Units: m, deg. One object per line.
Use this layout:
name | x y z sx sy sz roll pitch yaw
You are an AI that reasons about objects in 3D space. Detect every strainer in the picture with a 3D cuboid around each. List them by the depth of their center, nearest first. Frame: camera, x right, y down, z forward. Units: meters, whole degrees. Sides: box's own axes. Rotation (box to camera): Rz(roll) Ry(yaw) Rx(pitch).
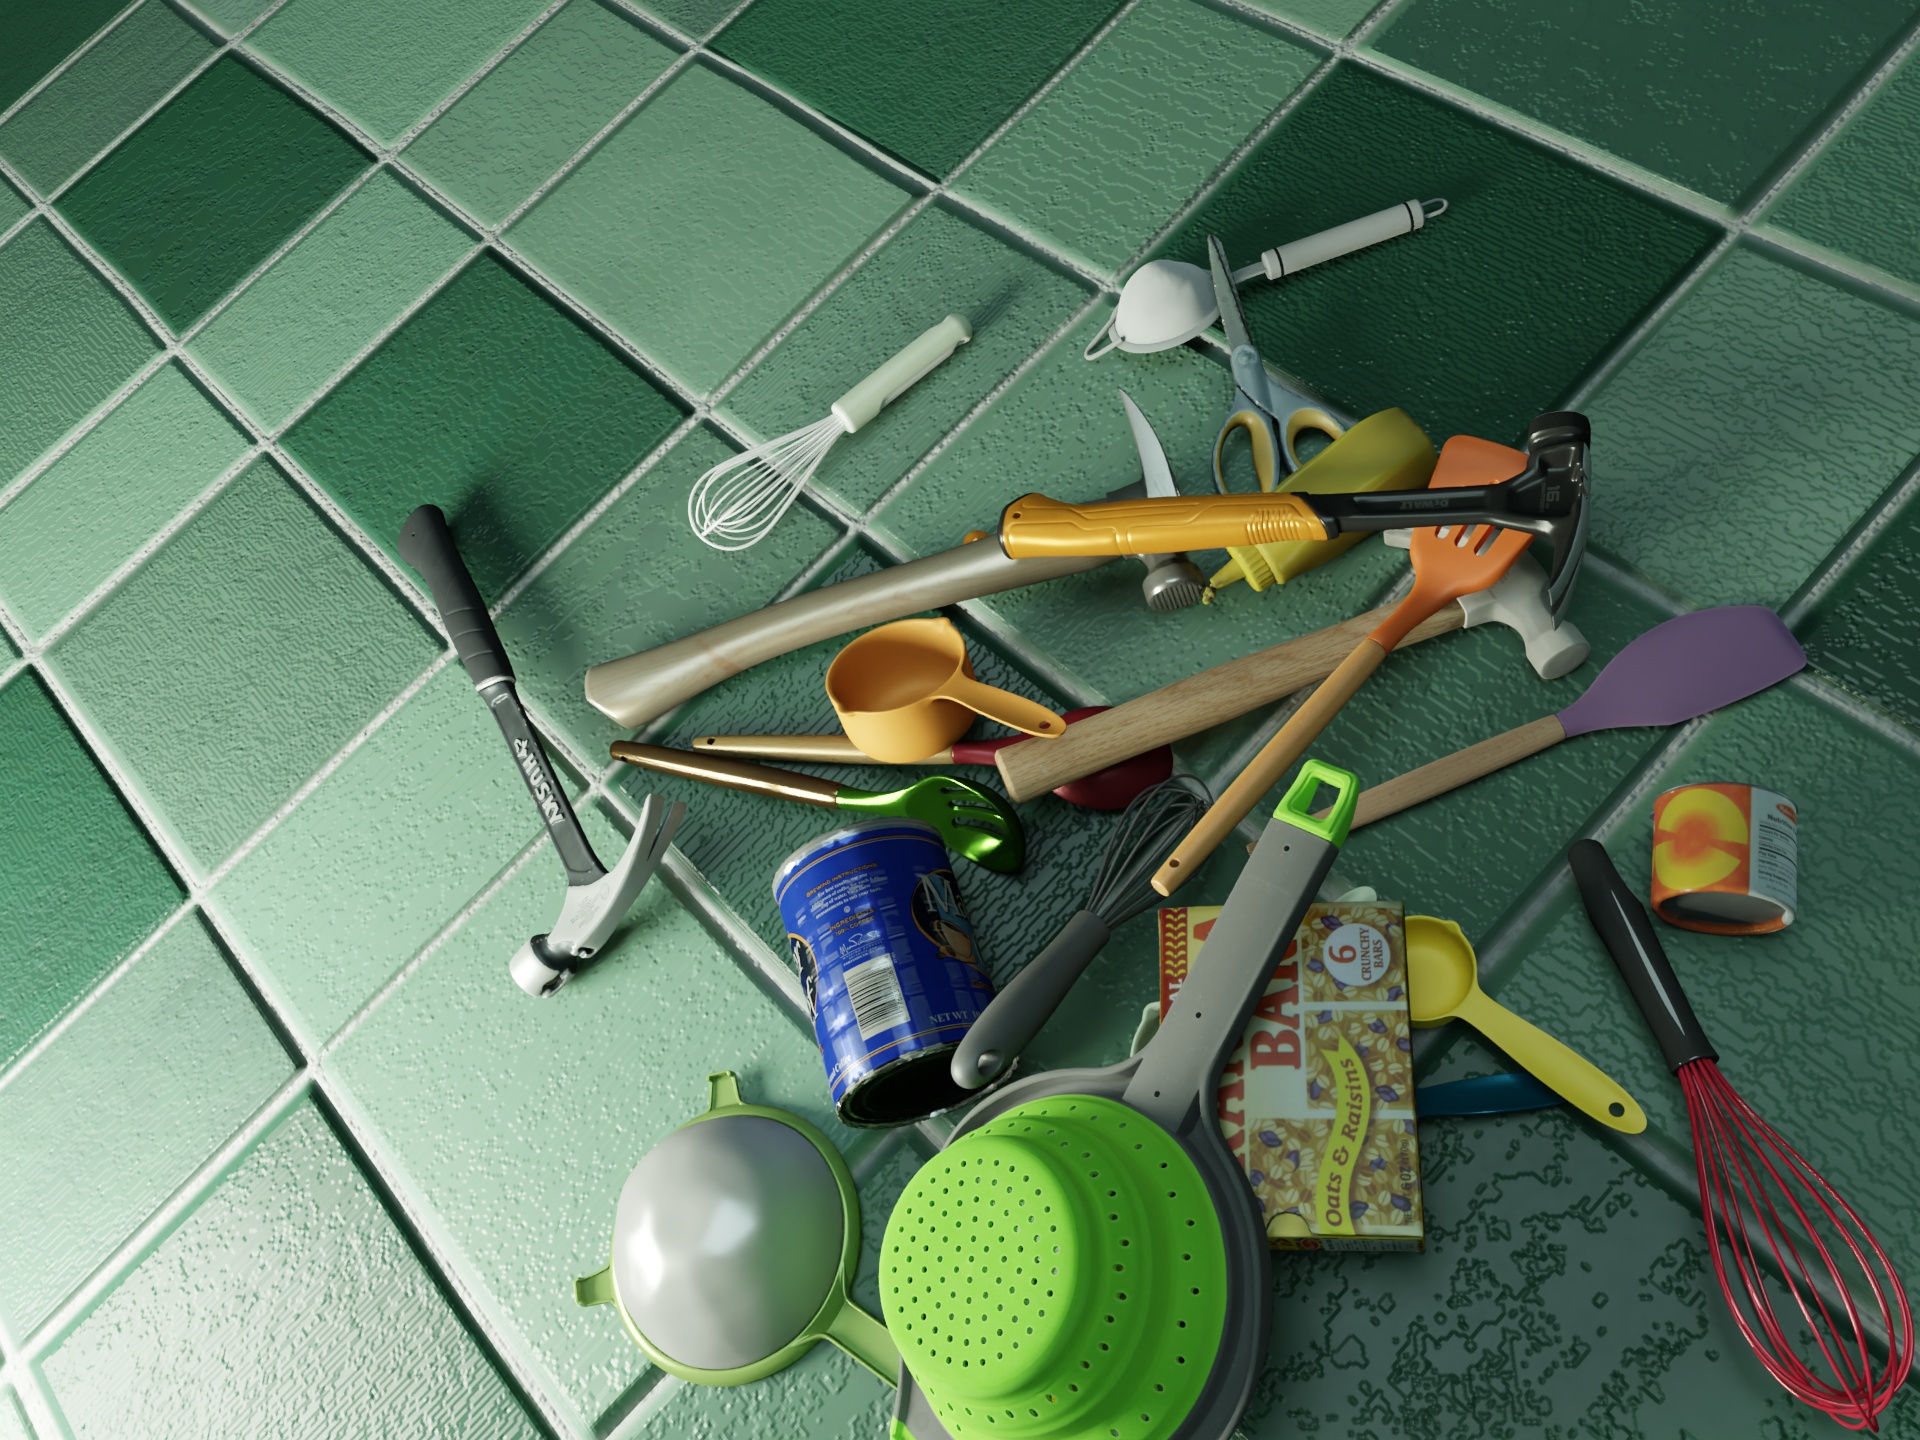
strainer | -0.093 0.297 0.835 0.256 0.069 0.151 25 74 29
strainer | 0.201 -0.307 1.070 0.258 0.050 0.087 -18 45 5

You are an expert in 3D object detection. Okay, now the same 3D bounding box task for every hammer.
hammer | 0.176 -0.108 0.902 0.337 0.034 0.127 0 57 26
hammer | 0.177 -0.028 0.915 0.331 0.031 0.130 -21 56 -2
hammer | -0.056 -0.088 1.034 0.410 0.038 0.146 -17 68 11
hammer | -0.306 -0.015 1.074 0.149 0.036 0.409 -46 54 15

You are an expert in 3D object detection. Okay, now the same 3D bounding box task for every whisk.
whisk | 0.357 0.181 0.752 0.073 0.073 0.296 -20 54 8
whisk | 0.069 0.109 0.849 0.055 0.055 0.239 25 50 28
whisk | -0.088 -0.206 1.114 0.246 0.058 0.059 -40 93 -7

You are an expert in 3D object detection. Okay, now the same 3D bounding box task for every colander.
colander | 0.070 0.183 0.736 0.205 0.094 0.397 24 82 42

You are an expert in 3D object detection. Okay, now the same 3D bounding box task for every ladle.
ladle | -0.026 0.018 0.985 0.315 0.031 0.069 1 60 21

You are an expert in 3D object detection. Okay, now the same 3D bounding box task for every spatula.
spatula | 0.210 -0.029 0.865 0.081 0.041 0.322 33 71 35
spatula | 0.306 0.012 0.879 0.316 0.018 0.060 -24 58 4

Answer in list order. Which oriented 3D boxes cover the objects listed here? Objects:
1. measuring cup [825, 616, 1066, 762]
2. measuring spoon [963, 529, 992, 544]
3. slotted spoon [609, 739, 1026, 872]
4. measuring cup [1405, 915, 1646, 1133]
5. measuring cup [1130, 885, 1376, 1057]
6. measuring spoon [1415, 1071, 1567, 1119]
measuring cup | -0.001 -0.003 0.937 0.174 0.052 0.095 22 54 38
measuring spoon | 0.057 -0.121 1.036 0.117 0.011 0.021 -4 63 17
slotted spoon | -0.094 0.041 0.984 0.314 0.070 0.031 10 45 28
measuring cup | 0.275 0.159 0.809 0.157 0.029 0.062 37 80 28
measuring cup | 0.162 0.153 0.844 0.167 0.038 0.083 -43 60 -9
measuring spoon | 0.249 0.197 0.807 0.128 0.021 0.042 -8 47 5
